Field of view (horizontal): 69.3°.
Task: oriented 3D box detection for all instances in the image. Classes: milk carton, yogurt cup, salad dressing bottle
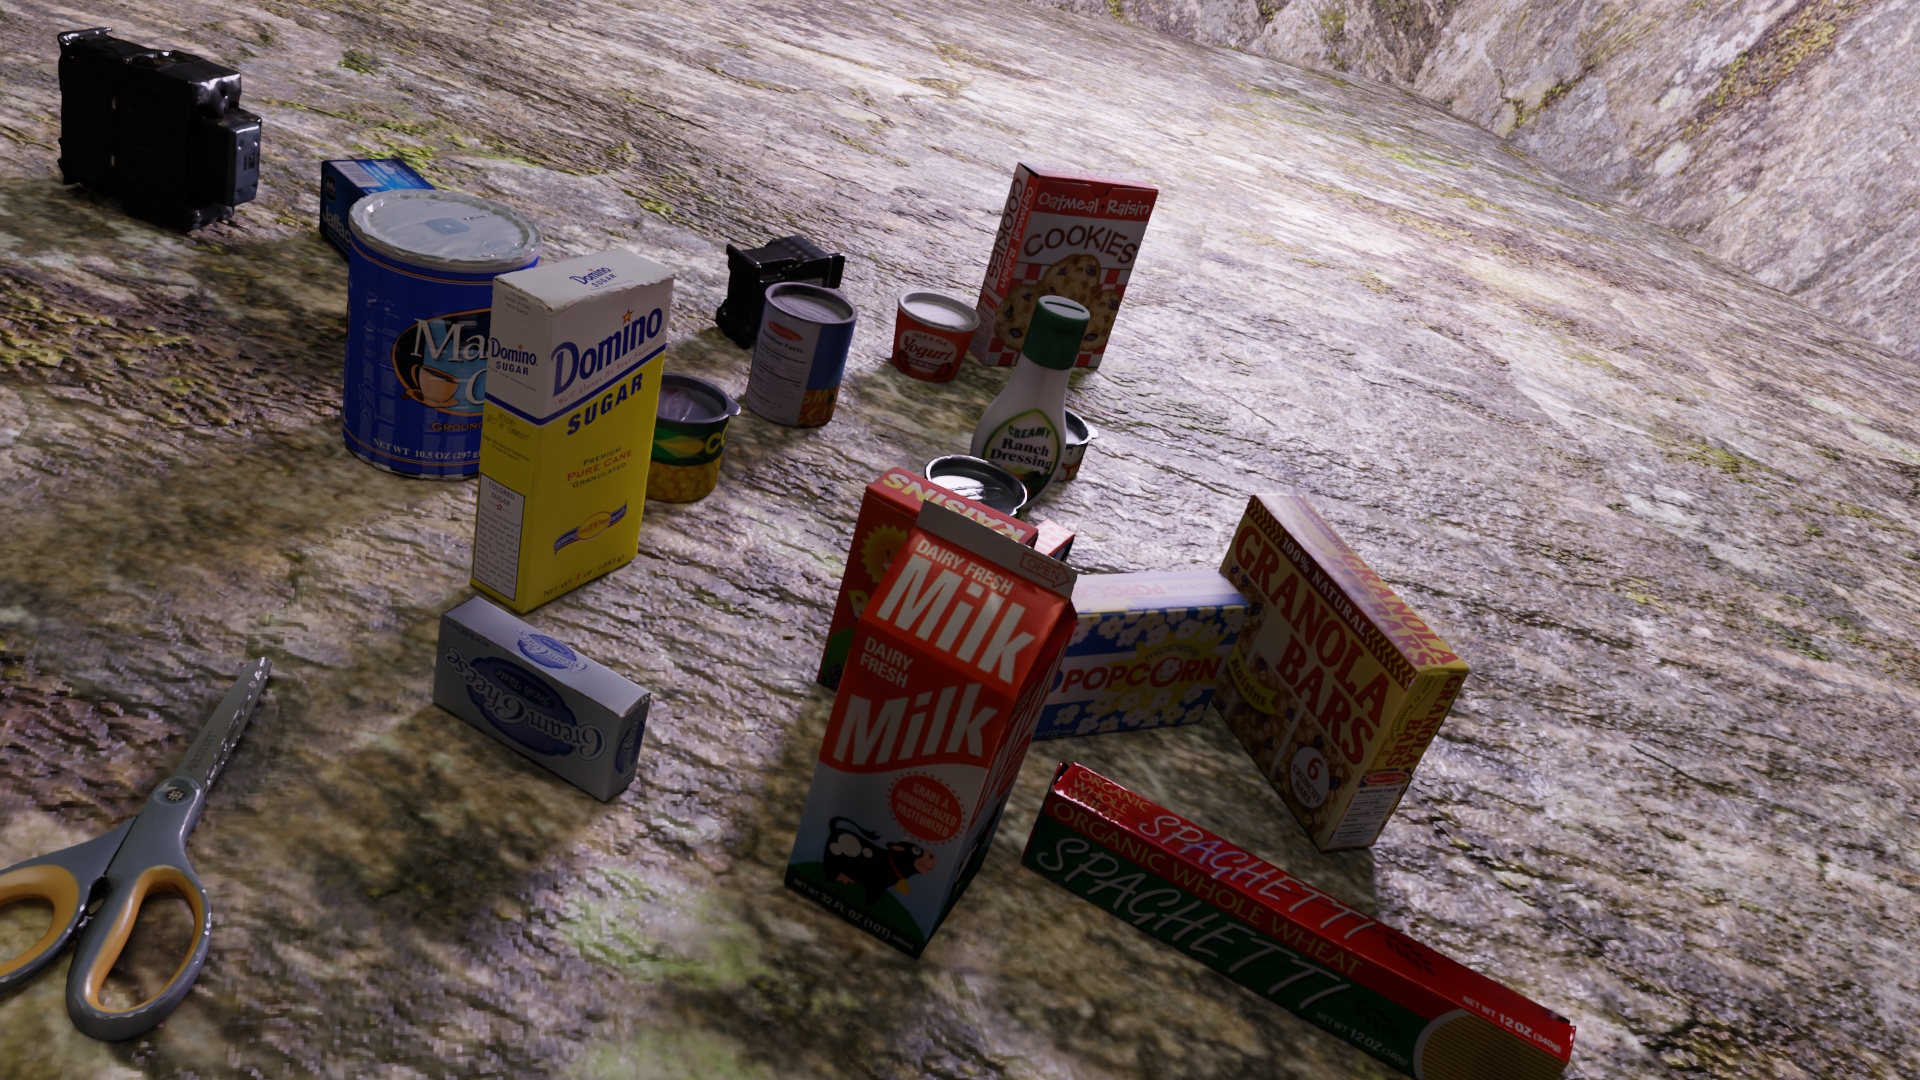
[{"bbox_3d":[-0.009,0.075,0.588,0.072,0.189,0.074,25,30,14],"label":"milk carton"},{"bbox_3d":[-0.023,-0.163,1.116,0.072,0.053,0.073,13,30,-7],"label":"yogurt cup"},{"bbox_3d":[0.048,-0.092,0.939,0.064,0.147,0.044,11,30,-11],"label":"salad dressing bottle"}]

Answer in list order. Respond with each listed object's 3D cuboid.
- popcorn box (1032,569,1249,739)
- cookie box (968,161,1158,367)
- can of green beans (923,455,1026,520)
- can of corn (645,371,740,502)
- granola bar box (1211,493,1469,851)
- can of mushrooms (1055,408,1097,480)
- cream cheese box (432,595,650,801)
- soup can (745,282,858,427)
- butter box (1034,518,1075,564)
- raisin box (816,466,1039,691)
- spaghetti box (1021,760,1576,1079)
[{"bbox_3d":[0.089,0.062,0.766,0.127,0.084,0.038,-1,34,-29],"label":"popcorn box"},{"bbox_3d":[0.085,-0.228,1.166,0.123,0.166,0.040,-3,35,-32],"label":"cookie box"},{"bbox_3d":[0.002,-0.012,0.873,0.071,0.057,0.071,13,30,-7],"label":"can of green beans"},{"bbox_3d":[-0.178,-0.064,0.867,0.071,0.058,0.071,13,30,-7],"label":"can of corn"},{"bbox_3d":[0.195,0.069,0.770,0.039,0.123,0.166,2,33,-25],"label":"granola bar box"},{"bbox_3d":[0.064,-0.074,1.032,0.071,0.033,0.071,13,30,-7],"label":"can of mushrooms"},{"bbox_3d":[-0.193,0.072,0.636,0.104,0.053,0.024,26,31,15],"label":"cream cheese box"},{"bbox_3d":[-0.112,-0.133,0.990,0.071,0.083,0.072,13,30,-7],"label":"soup can"},{"bbox_3d":[0.030,0.029,0.823,0.024,0.052,0.104,29,32,19],"label":"butter box"},{"bbox_3d":[-0.019,0.035,0.718,0.086,0.122,0.040,25,30,14],"label":"raisin box"},{"bbox_3d":[0.146,0.180,0.632,0.250,0.050,0.029,26,31,15],"label":"spaghetti box"}]
